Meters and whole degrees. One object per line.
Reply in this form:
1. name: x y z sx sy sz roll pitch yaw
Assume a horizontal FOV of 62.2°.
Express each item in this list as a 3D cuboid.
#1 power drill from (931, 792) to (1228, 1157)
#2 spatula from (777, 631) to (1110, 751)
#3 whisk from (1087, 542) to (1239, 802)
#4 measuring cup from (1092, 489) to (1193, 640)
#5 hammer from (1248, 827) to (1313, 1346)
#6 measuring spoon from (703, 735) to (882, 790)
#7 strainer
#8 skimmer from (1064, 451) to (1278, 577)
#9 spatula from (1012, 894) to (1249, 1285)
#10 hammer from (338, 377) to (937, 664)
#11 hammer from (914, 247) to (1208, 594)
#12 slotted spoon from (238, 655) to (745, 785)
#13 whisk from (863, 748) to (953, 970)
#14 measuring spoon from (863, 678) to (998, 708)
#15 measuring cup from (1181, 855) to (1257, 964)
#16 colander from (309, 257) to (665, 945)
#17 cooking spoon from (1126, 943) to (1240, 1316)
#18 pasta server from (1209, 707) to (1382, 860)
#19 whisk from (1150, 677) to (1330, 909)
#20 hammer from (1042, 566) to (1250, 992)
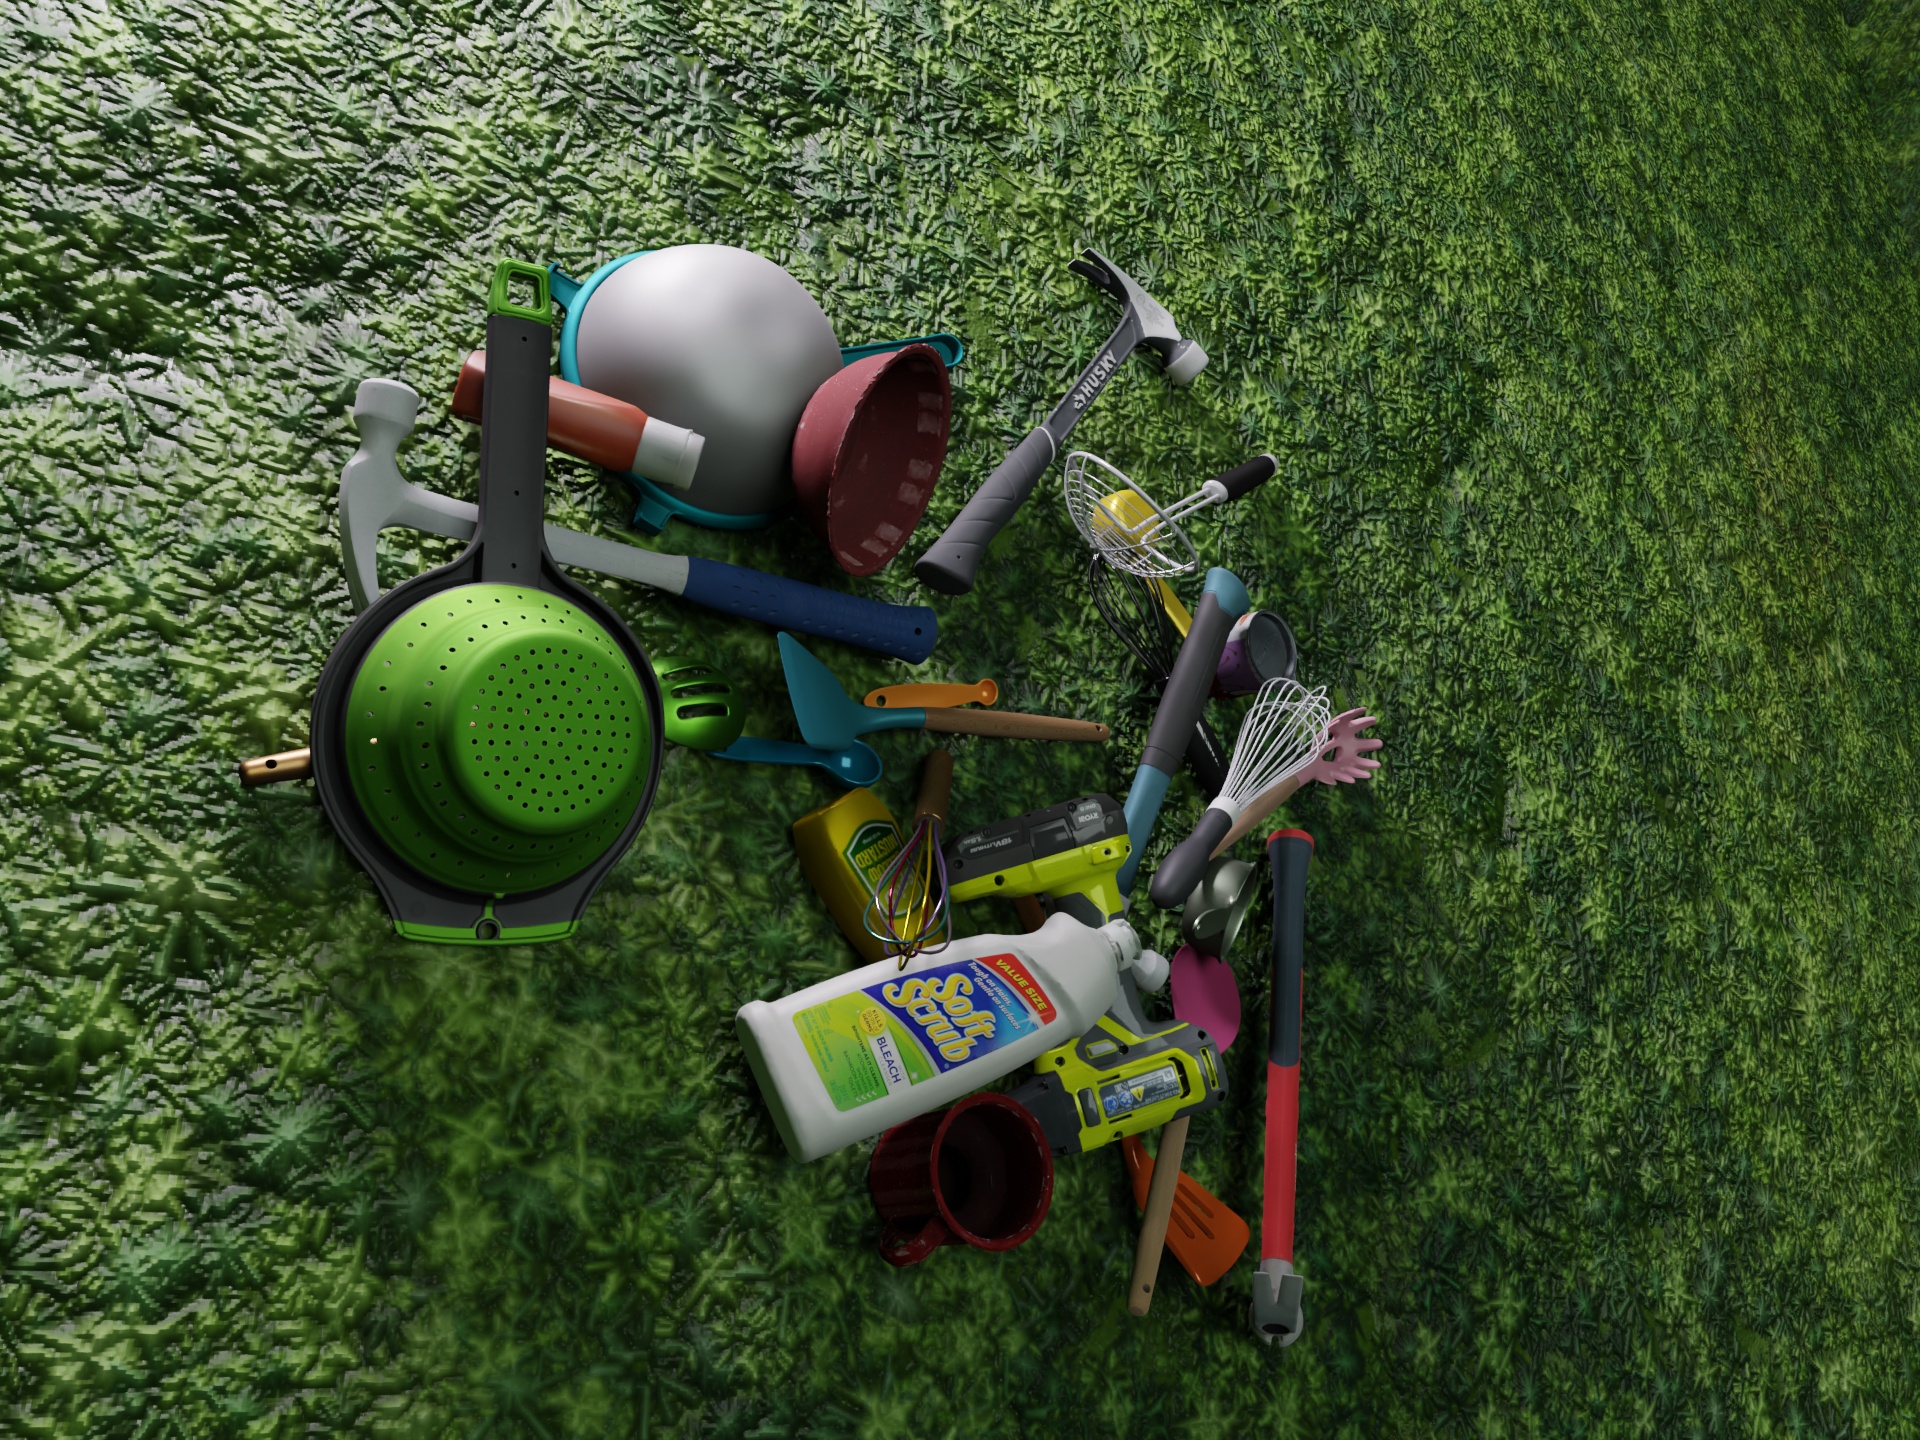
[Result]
1. power drill: 0.066 0.174 1.068 0.171 0.080 0.223 -16 82 -9
2. spatula: -0.002 -0.004 1.121 0.317 0.044 0.082 4 59 -40
3. whisk: 0.165 -0.035 1.271 0.055 0.055 0.239 -32 98 -41
4. measuring cup: 0.167 -0.122 1.313 0.156 0.029 0.062 55 50 -7
5. hammer: 0.240 0.247 1.178 0.143 0.038 0.387 74 21 -56
6. measuring spoon: -0.114 0.028 1.051 0.128 0.021 0.042 7 44 -26
7. strainer: -0.107 -0.258 1.114 0.340 0.095 0.211 -19 84 -39
8. skimmer: 0.197 -0.194 1.289 0.127 0.090 0.363 42 36 13
9. spatula: 0.105 0.237 1.118 0.081 0.041 0.322 -20 84 -53
10. hammer: -0.188 -0.088 1.010 0.405 0.035 0.144 12 80 -36
11. hammer: 0.073 -0.238 1.284 0.149 0.036 0.409 45 52 -13
12. slotted spoon: -0.260 0.005 0.939 0.313 0.031 0.070 -11 67 -38
13. whisk: -0.025 0.082 1.017 0.245 0.051 0.047 -82 163 -65
14. measuring spoon: -0.022 -0.017 1.142 0.117 0.011 0.021 -6 93 -35
15. measuring cup: 0.178 0.138 1.164 0.167 0.038 0.083 5 104 -68
16. colander: -0.240 -0.073 0.884 0.204 0.094 0.397 5 83 -35
17. cooking spoon: 0.152 0.274 1.111 0.068 0.017 0.319 37 39 -11
18. pasta server: 0.263 0.058 1.282 0.316 0.040 0.060 -27 105 -51
19. whisk: 0.209 0.051 1.192 0.070 0.070 0.285 53 46 -8
20. hammer: 0.153 0.029 1.206 0.128 0.033 0.331 34 66 -22
